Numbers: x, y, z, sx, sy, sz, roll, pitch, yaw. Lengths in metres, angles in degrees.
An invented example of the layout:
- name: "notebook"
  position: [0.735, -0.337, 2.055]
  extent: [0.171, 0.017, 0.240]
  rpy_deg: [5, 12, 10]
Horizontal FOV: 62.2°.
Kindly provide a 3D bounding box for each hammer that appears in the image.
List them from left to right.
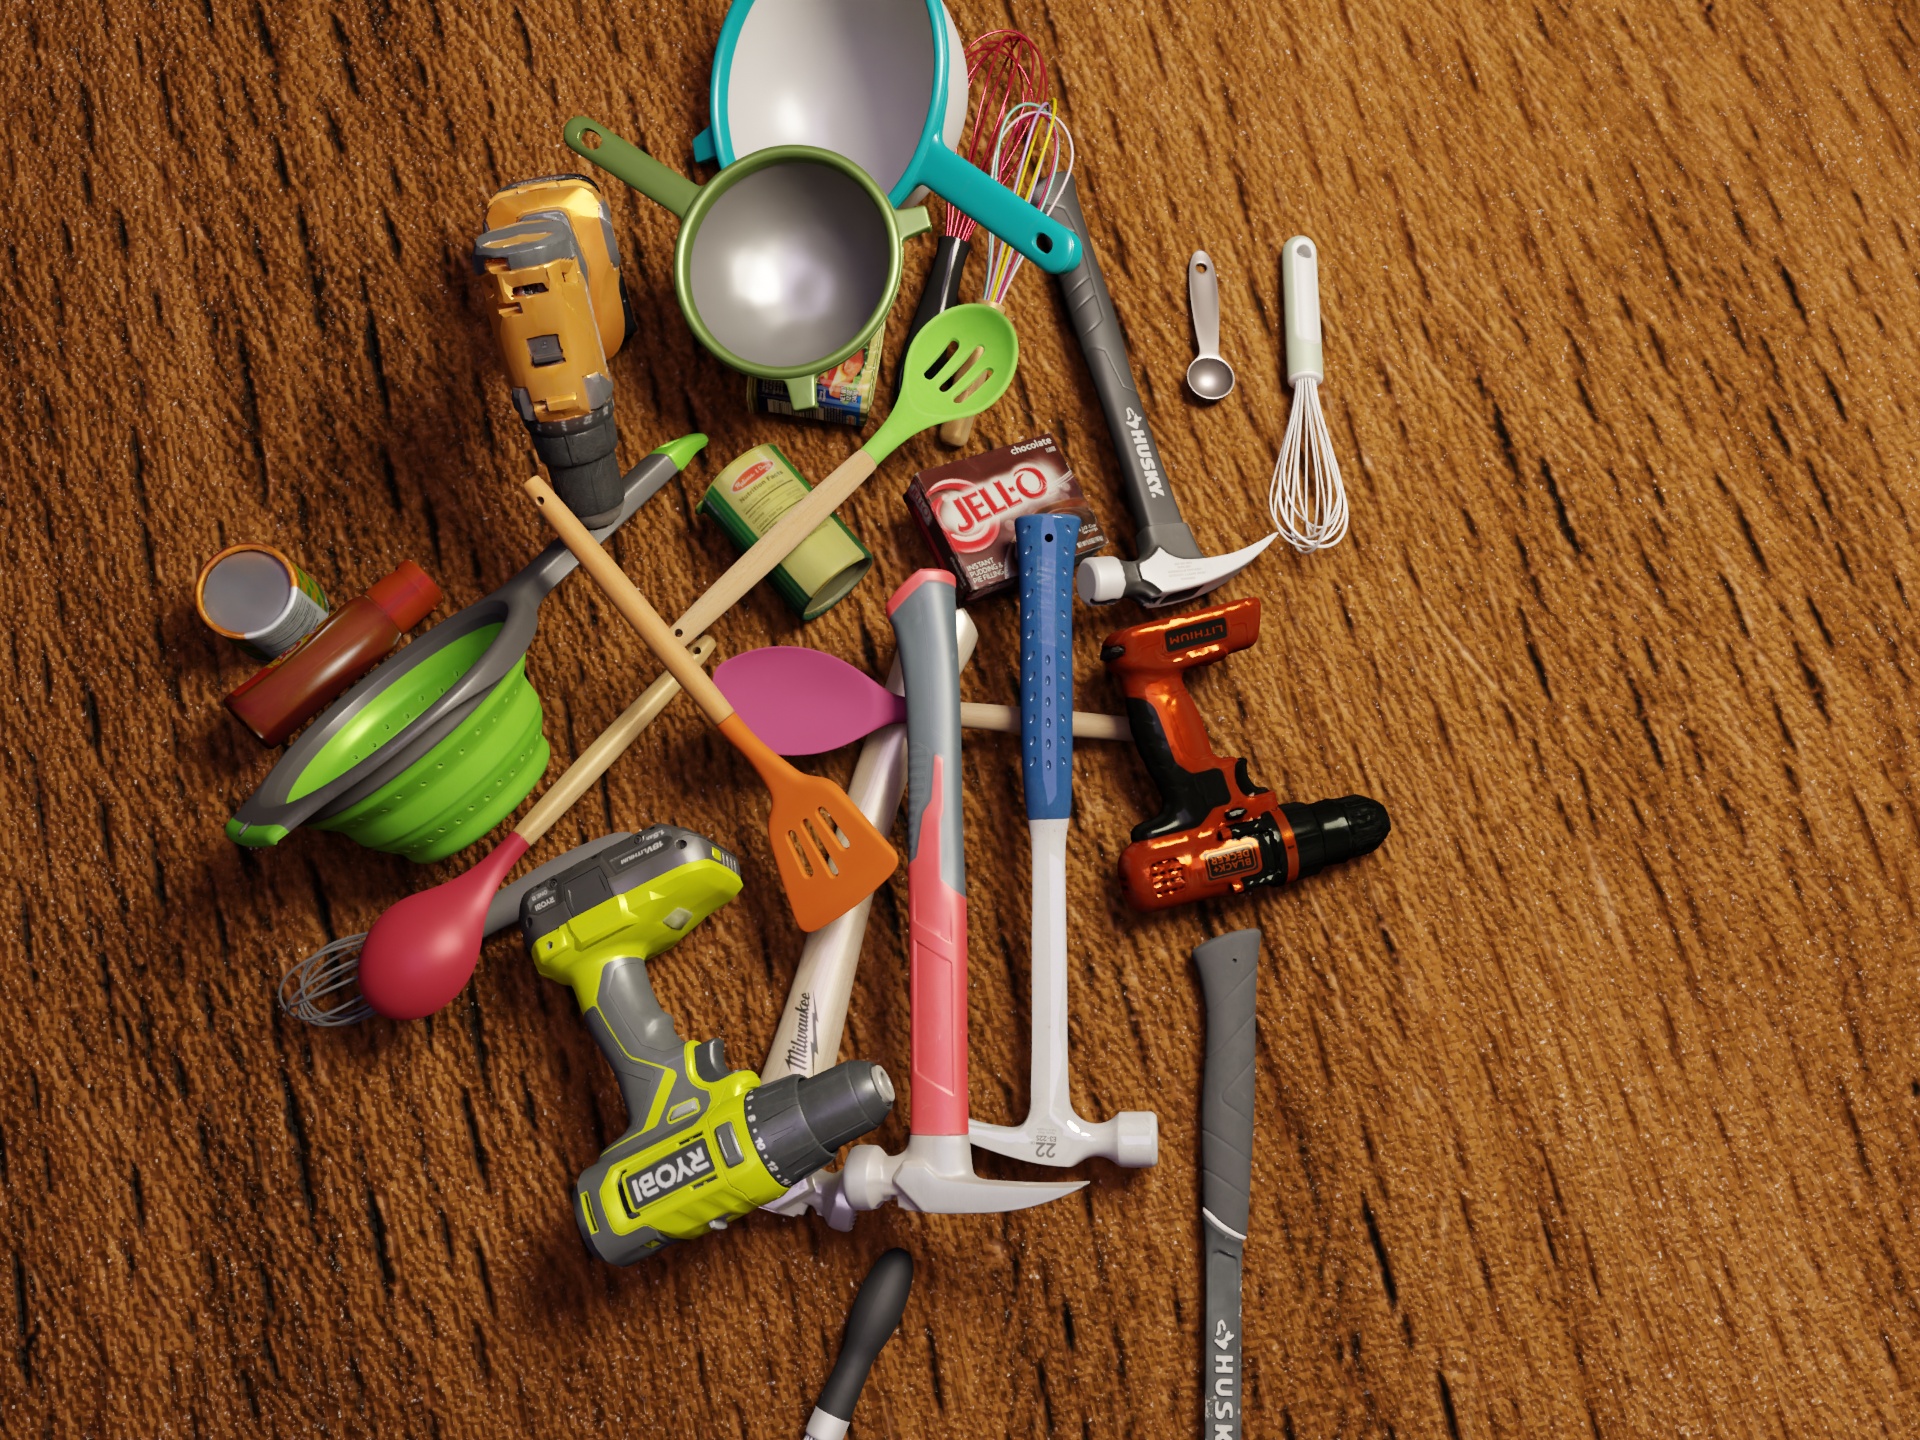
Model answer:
- name: "hammer"
  position: [-0.081, 0.104, 1.026]
  extent: [0.146, 0.038, 0.411]
  rpy_deg: [16, 77, 3]
- name: "hammer"
  position: [0.000, 0.096, 0.963]
  extent: [0.143, 0.038, 0.386]
  rpy_deg: [-4, 79, 15]
- name: "hammer"
  position: [0.049, 0.073, 1.000]
  extent: [0.144, 0.035, 0.405]
  rpy_deg: [-1, 86, 7]
- name: "hammer"
  position: [0.110, -0.236, 1.100]
  extent: [0.146, 0.035, 0.335]
  rpy_deg: [-7, 71, -24]
- name: "hammer"
  position: [0.168, 0.333, 0.983]
  extent: [0.149, 0.036, 0.409]
  rpy_deg: [4, 77, -2]

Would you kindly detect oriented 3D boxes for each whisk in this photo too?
- name: "whisk"
  position: [-0.314, 0.128, 1.008]
  extent: [0.239, 0.055, 0.055]
  rpy_deg: [-27, 79, -12]
- name: "whisk"
  position: [-0.093, 0.448, 0.938]
  extent: [0.070, 0.070, 0.285]
  rpy_deg: [24, 73, 3]
- name: "whisk"
  position: [0.001, -0.356, 1.127]
  extent: [0.073, 0.073, 0.296]
  rpy_deg: [15, 83, 1]
- name: "whisk"
  position: [0.027, -0.309, 1.094]
  extent: [0.051, 0.047, 0.245]
  rpy_deg: [13, 95, -42]
- name: "whisk"
  position: [0.241, -0.231, 1.110]
  extent: [0.057, 0.059, 0.246]
  rpy_deg: [6, 72, -13]

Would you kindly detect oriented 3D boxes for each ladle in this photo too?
- name: "ladle"
  position: [-0.259, 0.057, 1.008]
  extent: [0.069, 0.031, 0.315]
  rpy_deg: [36, 66, 7]

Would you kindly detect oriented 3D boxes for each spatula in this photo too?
- name: "spatula"
  position: [-0.161, -0.018, 0.965]
  extent: [0.081, 0.041, 0.322]
  rpy_deg: [-38, 95, 17]

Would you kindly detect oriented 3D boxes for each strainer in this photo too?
- name: "strainer"
  position: [-0.149, -0.318, 1.045]
  extent: [0.256, 0.069, 0.151]
  rpy_deg: [34, 94, 11]
- name: "strainer"
  position: [-0.025, -0.391, 1.072]
  extent: [0.341, 0.095, 0.211]
  rpy_deg: [42, 119, 24]

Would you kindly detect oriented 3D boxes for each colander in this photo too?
- name: "colander"
  position: [-0.277, -0.035, 1.021]
  extent: [0.397, 0.204, 0.094]
  rpy_deg: [-50, 118, -27]

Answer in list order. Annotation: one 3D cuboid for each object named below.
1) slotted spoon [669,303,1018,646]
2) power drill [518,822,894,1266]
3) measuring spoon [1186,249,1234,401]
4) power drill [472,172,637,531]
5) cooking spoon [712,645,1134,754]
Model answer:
- name: "slotted spoon"
  position: [-0.079, -0.153, 1.024]
  extent: [0.070, 0.031, 0.314]
  rpy_deg: [43, 77, 6]
- name: "power drill"
  position: [-0.157, 0.182, 0.946]
  extent: [0.190, 0.080, 0.229]
  rpy_deg: [-27, 66, 6]
- name: "measuring spoon"
  position: [0.174, -0.281, 1.138]
  extent: [0.034, 0.018, 0.124]
  rpy_deg: [1, 70, -5]
- name: "power drill"
  position: [-0.252, -0.241, 1.016]
  extent: [0.084, 0.226, 0.185]
  rpy_deg: [-12, 122, -5]
- name: "cooking spoon"
  position: [-0.002, -0.003, 1.029]
  extent: [0.318, 0.017, 0.069]
  rpy_deg: [5, 86, -14]
